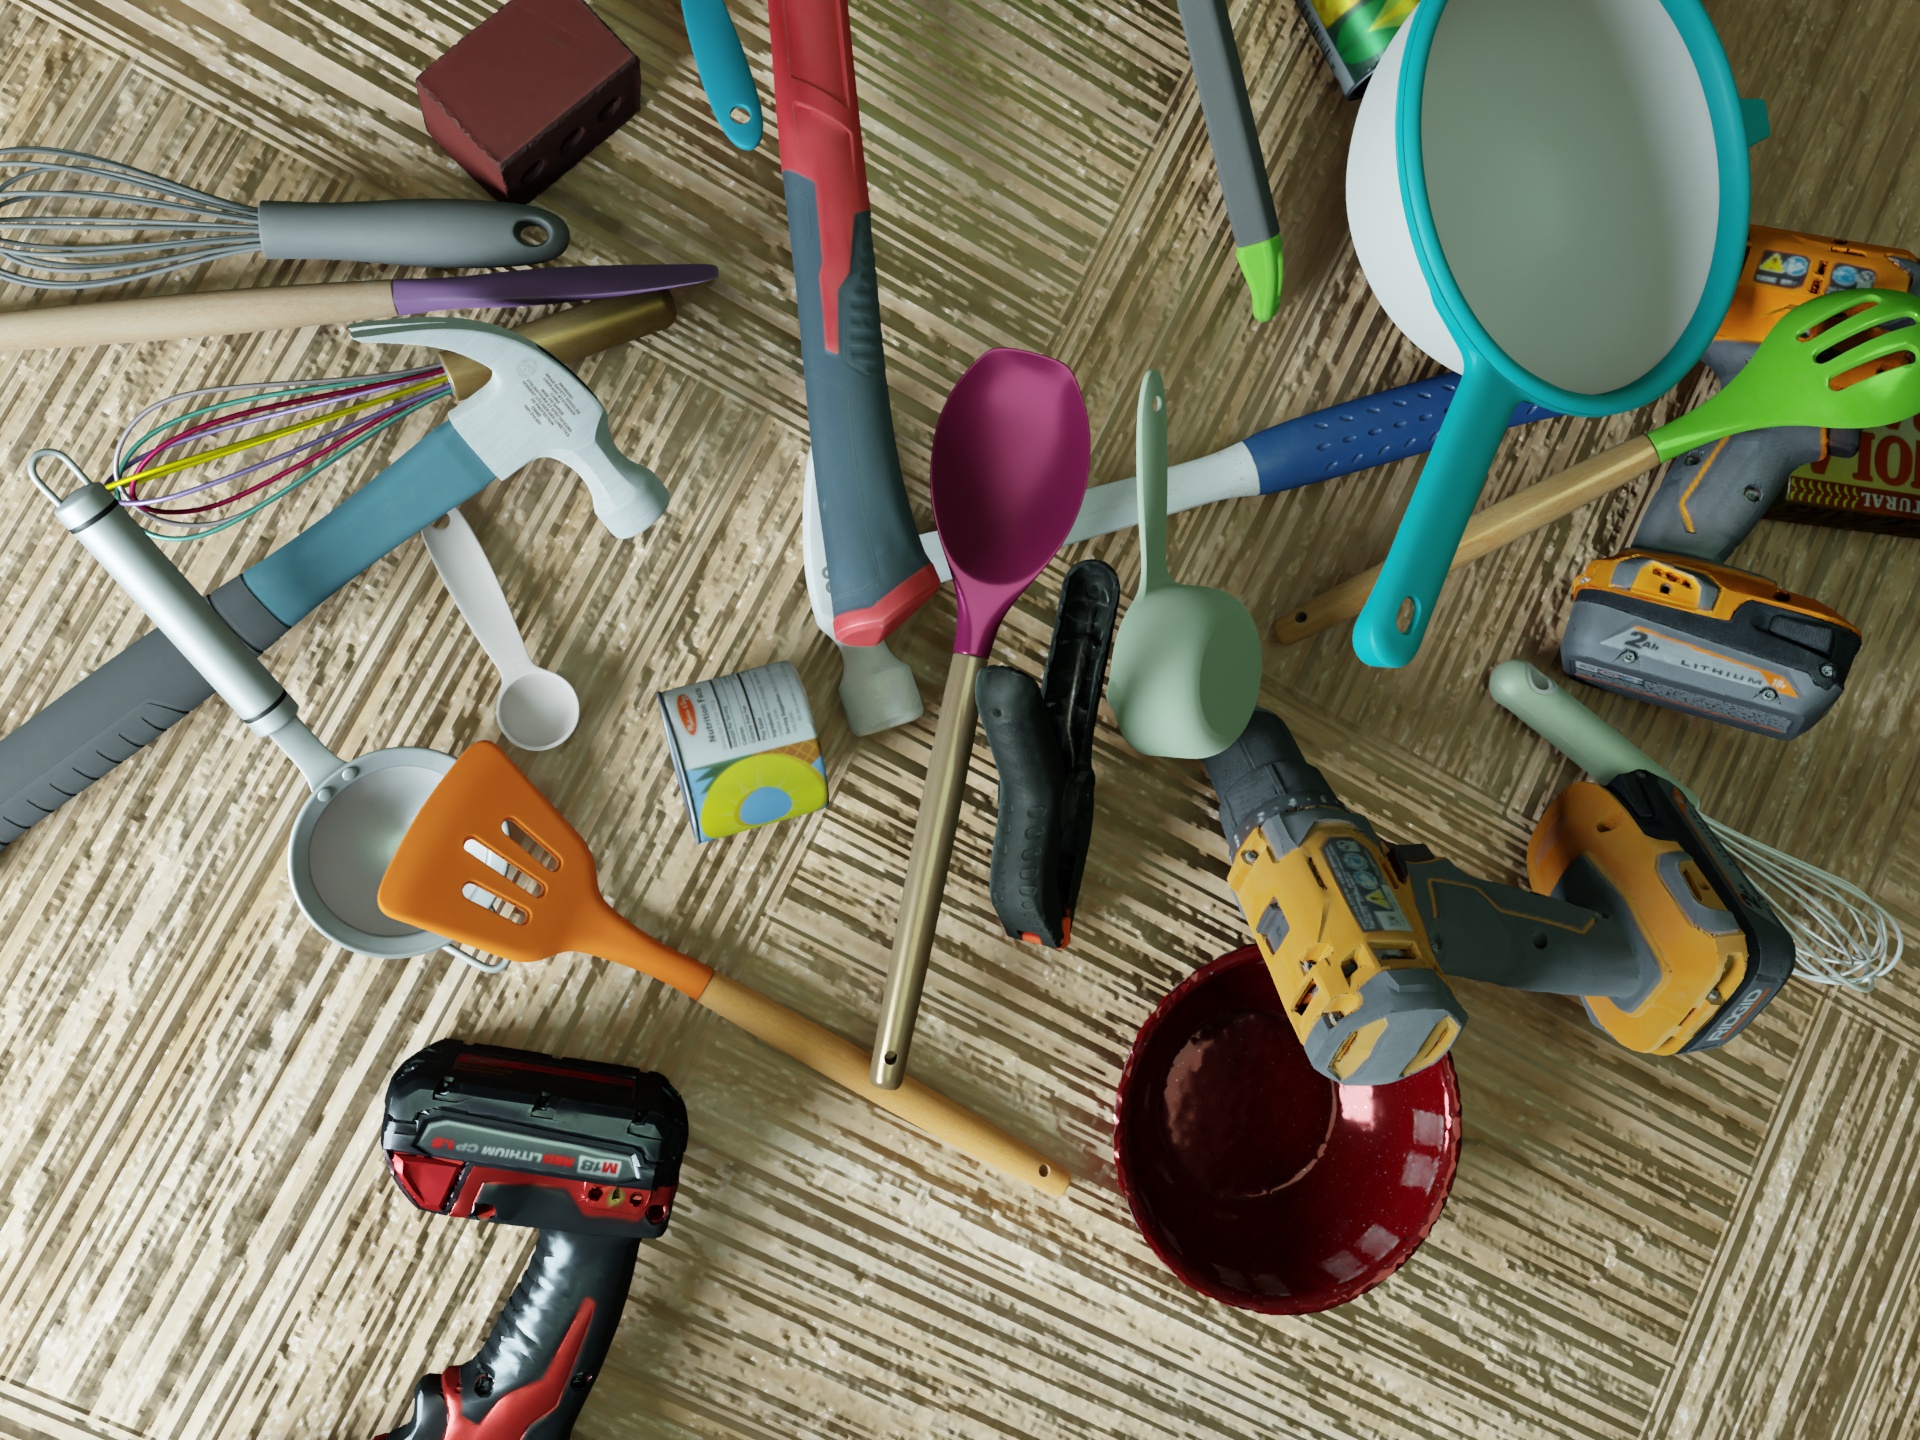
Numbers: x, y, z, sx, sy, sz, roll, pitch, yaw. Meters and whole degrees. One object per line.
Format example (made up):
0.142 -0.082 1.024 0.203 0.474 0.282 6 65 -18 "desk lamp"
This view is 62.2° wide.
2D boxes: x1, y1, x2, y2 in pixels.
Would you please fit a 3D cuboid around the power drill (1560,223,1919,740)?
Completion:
0.384 -0.111 0.730 0.164 0.084 0.226 19 87 24 "power drill"

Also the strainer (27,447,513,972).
-0.259 0.002 0.612 0.087 0.050 0.258 -43 122 -19 "strainer"

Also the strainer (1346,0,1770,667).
0.218 -0.178 0.693 0.210 0.095 0.340 29 80 -27 "strainer"

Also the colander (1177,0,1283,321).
0.056 -0.364 0.701 0.094 0.204 0.397 -11 108 21 "colander"

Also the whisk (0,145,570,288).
-0.282 -0.203 0.648 0.239 0.055 0.055 -2 88 -13 "whisk"

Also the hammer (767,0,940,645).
-0.072 -0.221 0.672 0.143 0.038 0.386 -4 80 -11 "hammer"

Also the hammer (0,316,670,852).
-0.283 -0.038 0.626 0.331 0.033 0.128 -38 120 -4 "hammer"

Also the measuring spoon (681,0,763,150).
-0.104 -0.294 0.650 0.042 0.021 0.129 -17 81 -11 "measuring spoon"

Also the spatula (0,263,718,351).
-0.257 -0.170 0.651 0.316 0.060 0.018 -6 115 -6 "spatula"

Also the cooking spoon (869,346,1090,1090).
-0.001 -0.002 0.675 0.068 0.017 0.319 12 87 -8 "cooking spoon"

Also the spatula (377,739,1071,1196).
-0.086 0.124 0.675 0.322 0.041 0.081 31 66 -11 "spatula"

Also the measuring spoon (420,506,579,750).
-0.199 -0.043 0.677 0.034 0.018 0.124 -27 86 -8 "measuring spoon"

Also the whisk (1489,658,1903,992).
0.353 0.051 0.770 0.246 0.059 0.058 38 44 -4 "whisk"

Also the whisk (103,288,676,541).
-0.232 -0.133 0.657 0.245 0.047 0.051 -24 77 -16 "whisk"

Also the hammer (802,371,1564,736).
0.122 -0.119 0.733 0.405 0.035 0.144 -17 91 -12 "hammer"

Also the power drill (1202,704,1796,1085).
0.221 0.067 0.700 0.226 0.084 0.186 2 43 -20 "power drill"

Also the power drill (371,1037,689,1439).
-0.209 0.248 0.630 0.188 0.080 0.227 11 88 -10 "power drill"

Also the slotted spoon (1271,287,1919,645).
0.285 -0.107 0.710 0.314 0.031 0.070 -26 63 13 "slotted spoon"

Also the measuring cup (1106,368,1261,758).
0.097 -0.063 0.670 0.083 0.038 0.167 -26 118 -46 "measuring cup"
